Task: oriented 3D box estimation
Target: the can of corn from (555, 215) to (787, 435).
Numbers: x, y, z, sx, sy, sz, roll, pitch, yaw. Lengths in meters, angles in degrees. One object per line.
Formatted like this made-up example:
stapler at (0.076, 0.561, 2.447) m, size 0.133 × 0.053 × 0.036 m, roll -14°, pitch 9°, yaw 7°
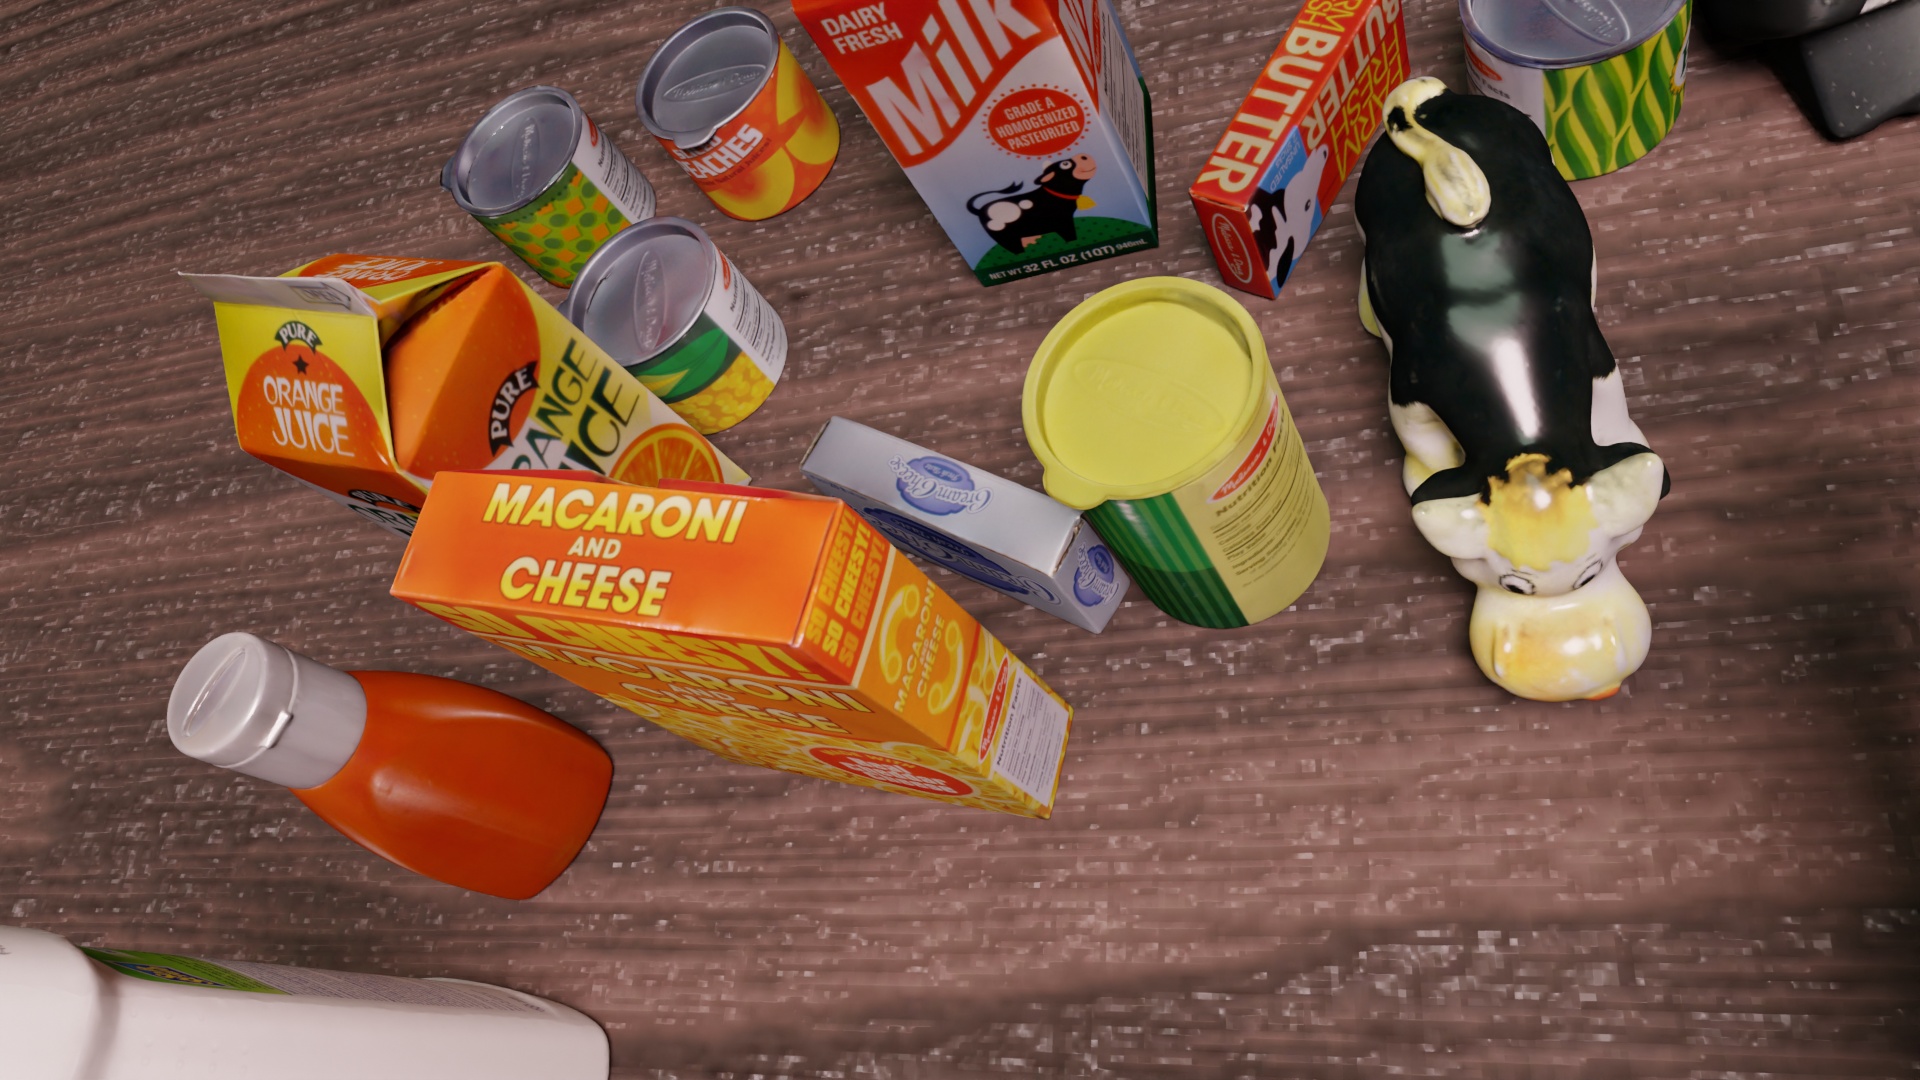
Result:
can of corn at (-0.111, -0.081, 0.541) m, size 0.071 × 0.058 × 0.071 m, roll -10°, pitch 63°, yaw 20°

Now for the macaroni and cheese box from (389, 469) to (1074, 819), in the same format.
macaroni and cheese box at (-0.054, 0.033, 0.395) m, size 0.124 × 0.166 × 0.040 m, roll 5°, pitch 69°, yaw 26°

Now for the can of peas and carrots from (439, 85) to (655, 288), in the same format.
can of peas and carrots at (-0.178, -0.151, 0.604) m, size 0.071 × 0.058 × 0.071 m, roll -10°, pitch 63°, yaw 20°

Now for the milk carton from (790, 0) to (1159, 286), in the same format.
milk carton at (0.004, -0.170, 0.453) m, size 0.072 × 0.190 × 0.074 m, roll -9°, pitch 63°, yaw 20°

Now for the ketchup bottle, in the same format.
ketchup bottle at (-0.176, 0.071, 0.442) m, size 0.043 × 0.148 × 0.065 m, roll 24°, pitch 78°, yaw 31°

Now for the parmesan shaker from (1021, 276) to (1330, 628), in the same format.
parmesan shaker at (0.065, -0.019, 0.405) m, size 0.071 × 0.103 × 0.071 m, roll -10°, pitch 63°, yaw 20°

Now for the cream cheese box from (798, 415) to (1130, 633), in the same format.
cream cheese box at (0.002, -0.006, 0.457) m, size 0.104 × 0.053 × 0.024 m, roll 23°, pitch 77°, yaw 31°

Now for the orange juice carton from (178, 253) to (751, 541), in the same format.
orange juice carton at (-0.156, -0.034, 0.458) m, size 0.072 × 0.192 × 0.073 m, roll 9°, pitch 71°, yaw 27°

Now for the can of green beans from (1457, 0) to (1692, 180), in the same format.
can of green beans at (0.195, -0.158, 0.441) m, size 0.071 × 0.057 × 0.071 m, roll -10°, pitch 63°, yaw 20°

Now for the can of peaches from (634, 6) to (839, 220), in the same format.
can of peaches at (-0.092, -0.174, 0.577) m, size 0.071 × 0.058 × 0.071 m, roll -10°, pitch 63°, yaw 20°

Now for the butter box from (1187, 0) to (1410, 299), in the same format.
butter box at (0.117, -0.139, 0.470) m, size 0.024 × 0.053 × 0.103 m, roll 26°, pitch 78°, yaw 31°
